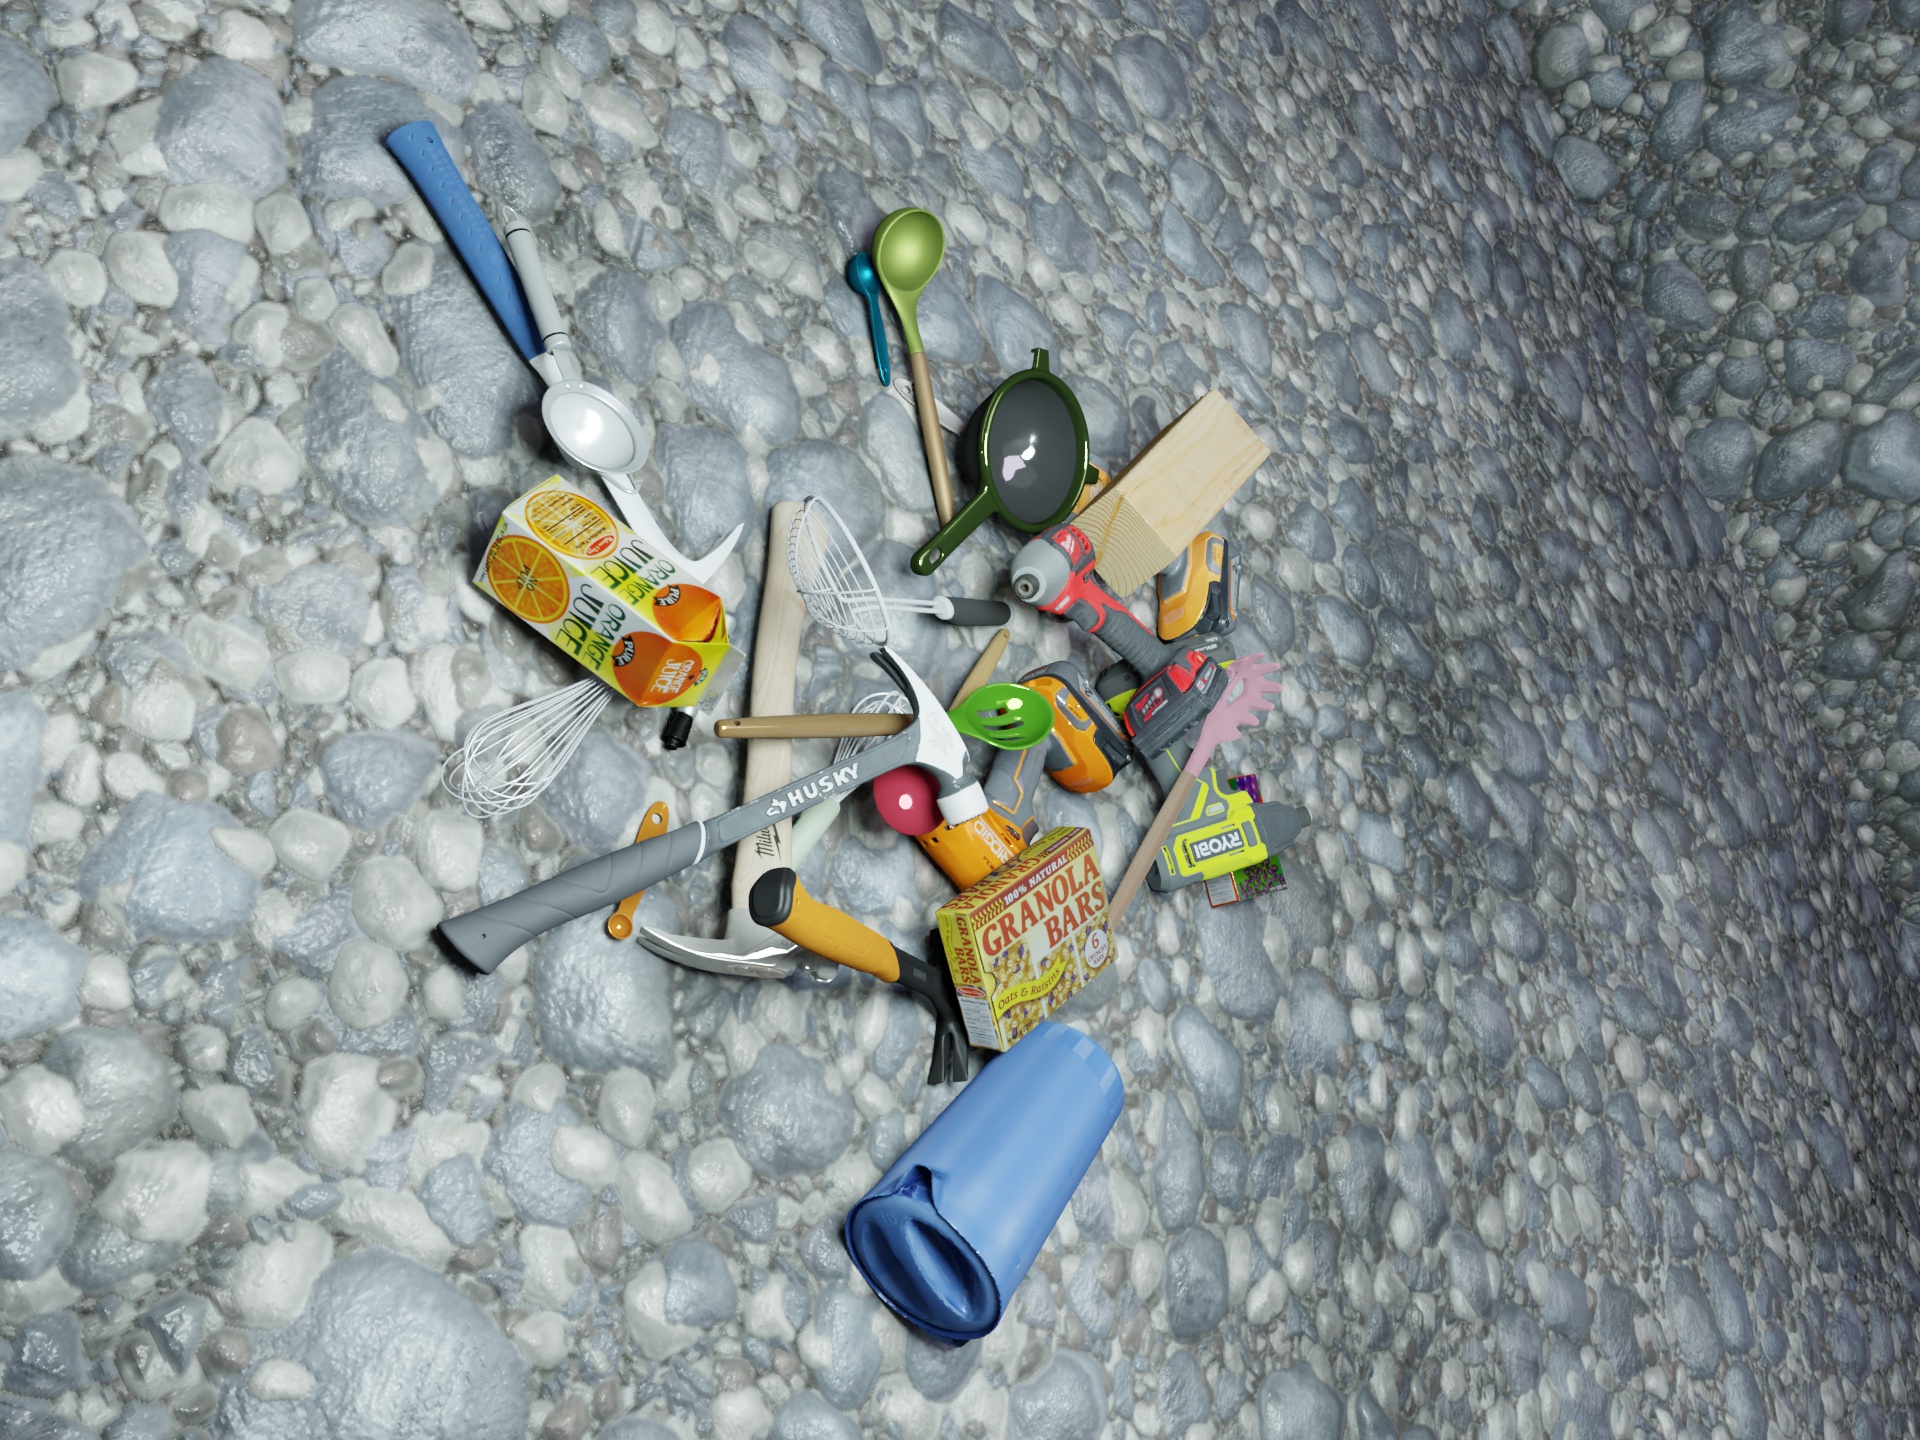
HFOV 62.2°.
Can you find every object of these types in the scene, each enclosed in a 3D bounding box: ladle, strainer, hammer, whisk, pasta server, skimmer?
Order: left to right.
[{"bbox_3d":[-0.312,-0.272,1.227,0.144,0.035,0.405,-36,98,-44],"label":"hammer"},{"bbox_3d":[-0.298,-0.273,1.187,0.087,0.050,0.258,-9,74,-50],"label":"strainer"},{"bbox_3d":[-0.268,-0.020,1.154,0.070,0.070,0.285,55,41,-11],"label":"whisk"},{"bbox_3d":[-0.172,0.074,1.135,0.409,0.036,0.149,-24,91,-28],"label":"hammer"},{"bbox_3d":[-0.157,0.000,1.244,0.146,0.038,0.411,10,60,-16],"label":"hammer"},{"bbox_3d":[-0.104,0.061,1.280,0.059,0.057,0.246,27,52,10],"label":"whisk"},{"bbox_3d":[-0.065,0.179,1.163,0.336,0.034,0.127,44,43,-60],"label":"hammer"},{"bbox_3d":[-0.025,-0.114,1.321,0.127,0.090,0.363,56,25,16],"label":"skimmer"},{"bbox_3d":[-0.028,-0.320,1.482,0.078,0.062,0.320,-6,83,-41],"label":"ladle"},{"bbox_3d":[-0.002,-0.004,1.361,0.069,0.031,0.315,43,33,-9],"label":"ladle"},{"bbox_3d":[0.020,-0.217,1.470,0.256,0.069,0.151,-48,127,-29],"label":"strainer"},{"bbox_3d":[0.204,0.074,1.469,0.060,0.040,0.316,36,78,-27],"label":"pasta server"}]

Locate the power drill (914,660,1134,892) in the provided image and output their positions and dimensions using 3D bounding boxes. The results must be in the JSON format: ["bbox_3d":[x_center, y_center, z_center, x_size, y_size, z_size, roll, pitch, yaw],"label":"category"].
[{"bbox_3d":[0.062,0.072,1.401,0.164,0.084,0.226,51,51,-15],"label":"power drill"}]

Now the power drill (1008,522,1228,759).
[{"bbox_3d":[0.132,-0.078,1.428,0.219,0.078,0.143,46,26,0],"label":"power drill"}]

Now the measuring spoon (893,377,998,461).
[{"bbox_3d":[-0.017,-0.287,1.523,0.124,0.018,0.034,34,64,-20],"label":"measuring spoon"}]

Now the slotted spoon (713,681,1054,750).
[{"bbox_3d":[-0.055,0.001,1.262,0.313,0.031,0.070,-2,52,-37],"label":"slotted spoon"}]

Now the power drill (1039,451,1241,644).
[{"bbox_3d":[0.173,-0.146,1.592,0.226,0.084,0.185,27,56,-27],"label":"power drill"}]

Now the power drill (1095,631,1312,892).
[{"bbox_3d":[0.233,0.037,1.536,0.171,0.080,0.223,-16,83,-14],"label":"power drill"}]

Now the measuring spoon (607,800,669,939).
[{"bbox_3d":[-0.235,0.109,1.161,0.021,0.011,0.117,31,51,-24],"label":"measuring spoon"}]

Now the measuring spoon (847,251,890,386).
[{"bbox_3d":[-0.087,-0.374,1.493,0.042,0.021,0.128,-6,86,-63],"label":"measuring spoon"}]
